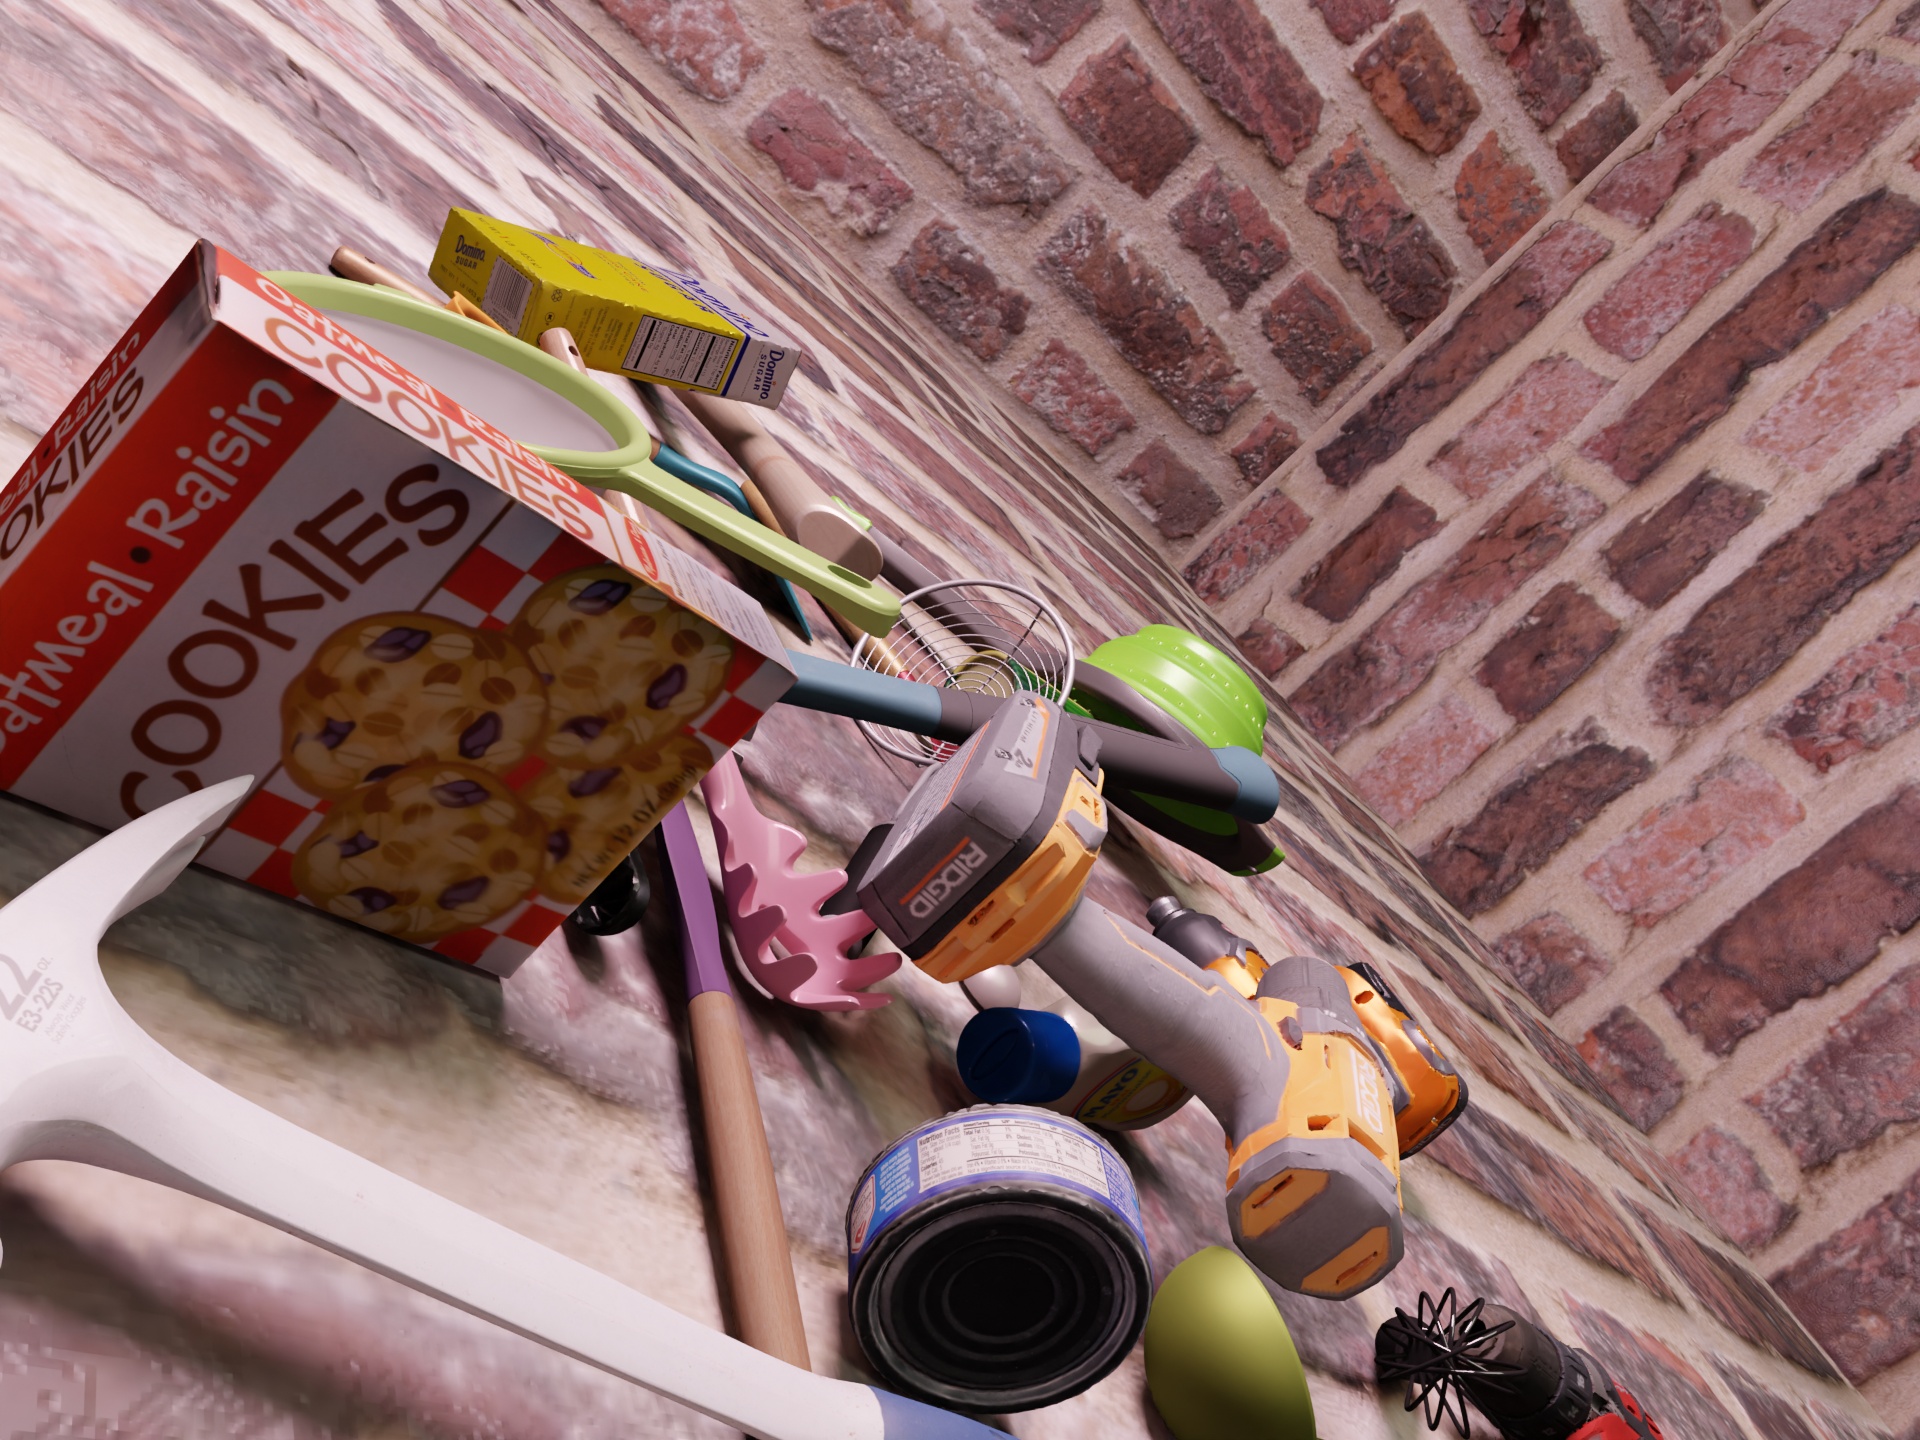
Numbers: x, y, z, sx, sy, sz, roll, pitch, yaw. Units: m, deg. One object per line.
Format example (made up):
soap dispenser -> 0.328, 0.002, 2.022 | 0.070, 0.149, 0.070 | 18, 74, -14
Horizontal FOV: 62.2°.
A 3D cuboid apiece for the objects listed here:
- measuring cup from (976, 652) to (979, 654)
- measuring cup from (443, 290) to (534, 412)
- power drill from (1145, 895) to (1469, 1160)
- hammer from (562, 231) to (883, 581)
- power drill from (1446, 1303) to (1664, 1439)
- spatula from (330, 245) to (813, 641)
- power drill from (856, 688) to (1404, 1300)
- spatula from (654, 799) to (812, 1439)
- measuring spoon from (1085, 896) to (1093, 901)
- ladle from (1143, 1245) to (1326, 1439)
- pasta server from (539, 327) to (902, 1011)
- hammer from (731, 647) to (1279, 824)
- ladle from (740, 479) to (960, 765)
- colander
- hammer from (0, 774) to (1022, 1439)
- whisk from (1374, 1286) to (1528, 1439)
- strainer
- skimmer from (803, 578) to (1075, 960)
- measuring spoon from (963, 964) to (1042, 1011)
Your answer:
measuring cup -> 0.043, 0.009, 1.120 | 0.062, 0.029, 0.156 | 49, -1, 44
measuring cup -> -0.202, -0.135, 0.726 | 0.095, 0.052, 0.173 | 47, 2, -3
power drill -> 0.204, 0.185, 0.964 | 0.226, 0.084, 0.164 | 24, 25, -49
hammer -> -0.138, -0.181, 0.964 | 0.146, 0.038, 0.411 | 35, 9, -42
power drill -> 0.319, 0.381, 0.732 | 0.187, 0.080, 0.227 | 44, 9, -34
spatula -> -0.191, -0.147, 0.847 | 0.317, 0.044, 0.082 | 31, 19, -34
power drill -> 0.079, 0.093, 0.621 | 0.226, 0.084, 0.185 | 43, 21, -5
spatula -> -0.070, 0.105, 0.470 | 0.316, 0.018, 0.059 | -114, -173, -51
measuring spoon -> 0.090, 0.140, 0.863 | 0.129, 0.021, 0.042 | 53, 15, 32
ladle -> 0.172, 0.289, 0.616 | 0.319, 0.062, 0.078 | 40, 6, -35
pasta server -> -0.104, -0.029, 0.605 | 0.060, 0.040, 0.316 | 13, 48, -58
hammer -> -0.001, -0.002, 0.717 | 0.330, 0.033, 0.128 | 13, 31, -22
ladle -> -0.051, -0.044, 0.966 | 0.316, 0.031, 0.069 | 51, 22, 26
colander -> 0.082, -0.051, 1.113 | 0.397, 0.094, 0.204 | 39, -14, 1
hammer -> -0.030, 0.152, 0.358 | 0.405, 0.035, 0.144 | 36, 22, -25
whisk -> 0.197, 0.265, 0.669 | 0.055, 0.055, 0.238 | 52, -4, 21
strainer -> -0.147, -0.075, 0.574 | 0.256, 0.069, 0.151 | 28, 19, 0
skimmer -> -0.022, 0.009, 0.757 | 0.363, 0.127, 0.090 | -58, 147, -72
measuring spoon -> 0.044, 0.136, 0.742 | 0.124, 0.018, 0.034 | 36, 17, -41
